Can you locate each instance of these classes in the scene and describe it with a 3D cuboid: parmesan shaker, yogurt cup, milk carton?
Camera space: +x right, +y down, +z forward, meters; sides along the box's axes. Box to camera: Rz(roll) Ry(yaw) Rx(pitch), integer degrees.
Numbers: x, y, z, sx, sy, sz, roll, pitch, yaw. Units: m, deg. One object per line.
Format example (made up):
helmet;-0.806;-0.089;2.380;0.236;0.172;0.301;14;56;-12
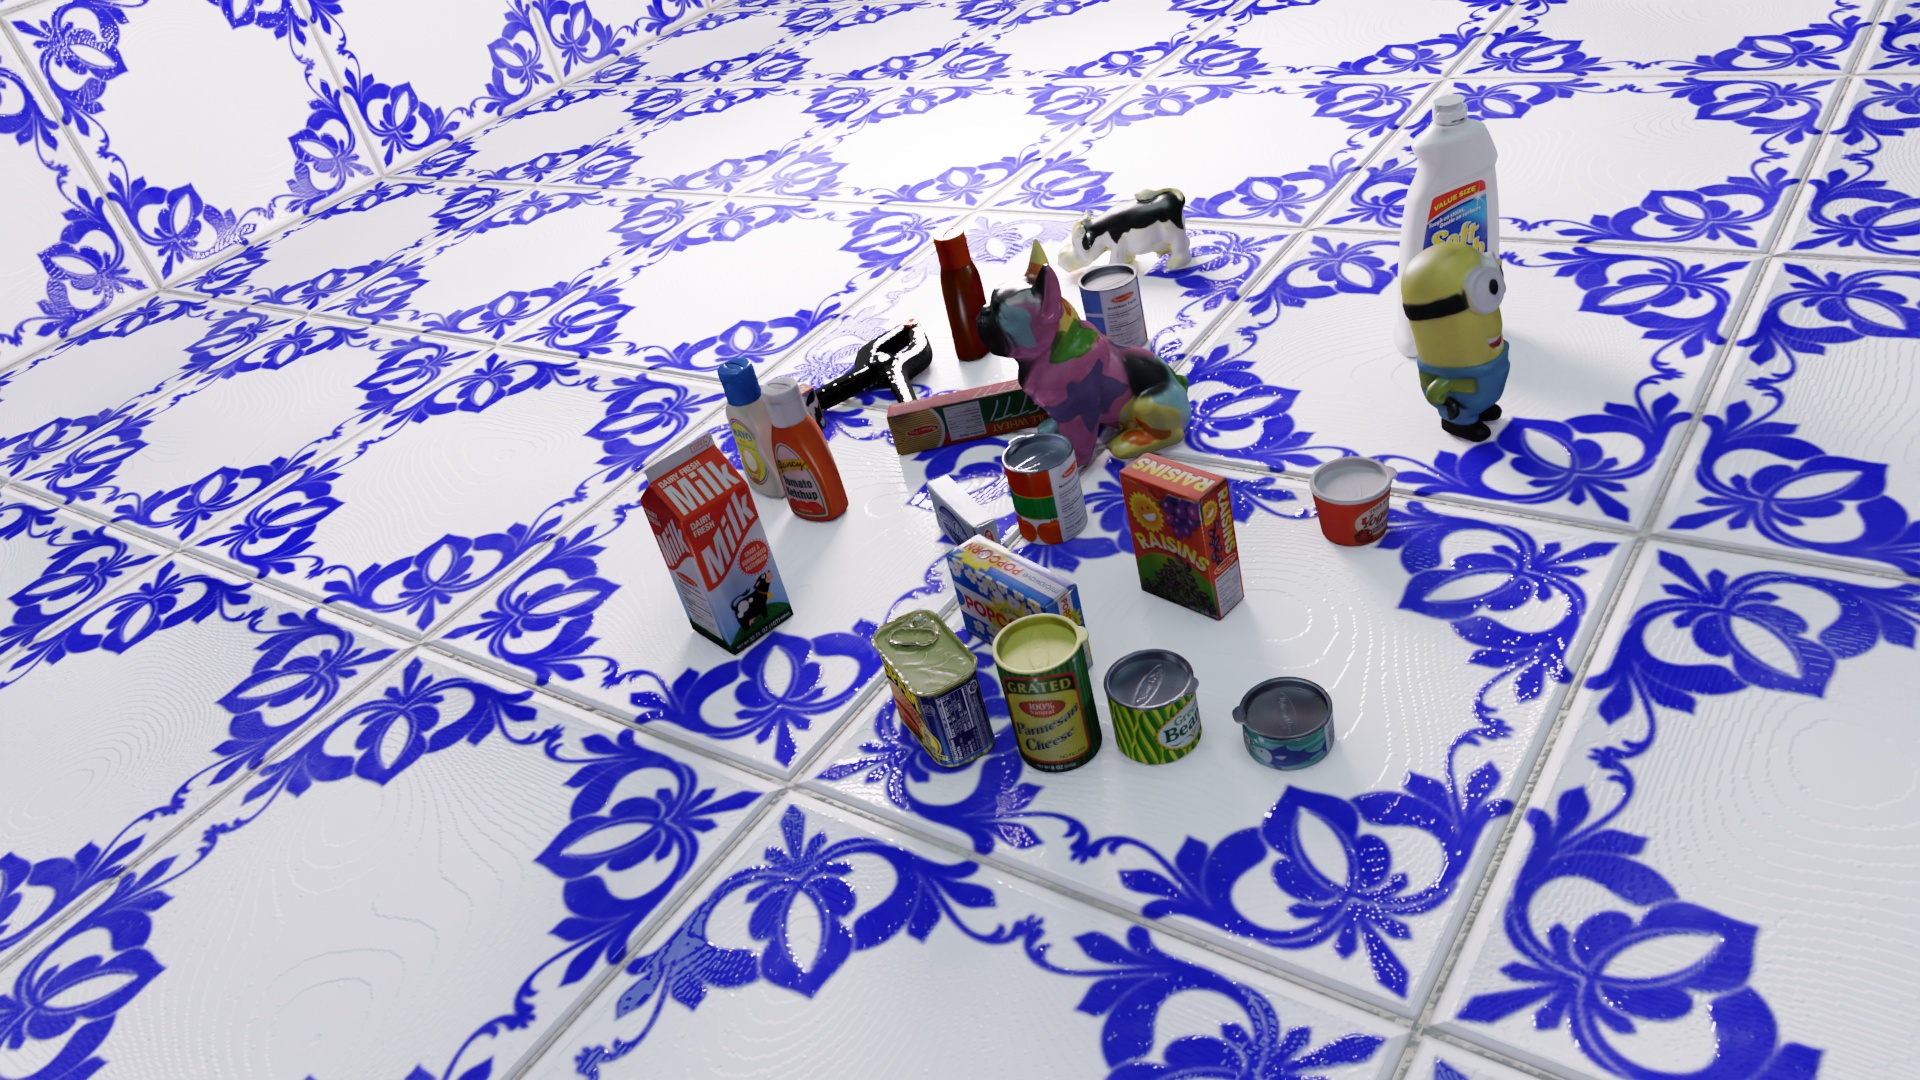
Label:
parmesan shaker;0.069;0.114;1.032;0.071;0.102;0.072;-10;34;7
yogurt cup;0.334;-0.032;1.184;0.072;0.053;0.073;-10;34;7
milk carton;-0.220;0.000;1.231;0.072;0.189;0.073;-36;39;-28

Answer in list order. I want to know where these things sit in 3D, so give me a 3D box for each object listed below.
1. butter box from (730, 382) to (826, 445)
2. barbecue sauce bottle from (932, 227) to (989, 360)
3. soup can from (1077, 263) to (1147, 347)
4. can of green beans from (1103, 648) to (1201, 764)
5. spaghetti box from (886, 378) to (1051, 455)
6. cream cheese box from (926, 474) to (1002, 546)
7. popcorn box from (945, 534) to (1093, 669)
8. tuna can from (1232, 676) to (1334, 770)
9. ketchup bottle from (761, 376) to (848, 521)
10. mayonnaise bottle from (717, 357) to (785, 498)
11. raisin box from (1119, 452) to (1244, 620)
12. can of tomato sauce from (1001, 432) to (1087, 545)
butter box;-0.199;-0.126;1.526;0.104;0.053;0.024;-35;38;-27
barbecue sauce bottle;0.003;-0.284;1.590;0.043;0.147;0.065;1;37;23
soup can;0.169;-0.257;1.546;0.071;0.083;0.072;-10;34;7
can of green beans;0.143;0.123;1.031;0.071;0.057;0.071;-10;34;7
spaghetti box;0.050;-0.140;1.453;0.250;0.050;0.029;-11;34;5
cream cheese box;0.005;-0.016;1.289;0.024;0.053;0.104;-25;35;-15
popcorn box;0.048;0.056;1.140;0.038;0.084;0.127;-34;38;-25
tuna can;0.234;0.133;1.005;0.071;0.032;0.071;-10;34;7
ketchup bottle;-0.158;-0.090;1.373;0.065;0.148;0.044;10;41;33
mayonnaise bottle;-0.212;-0.116;1.432;0.065;0.147;0.041;20;47;41
raisin box;0.182;-0.003;1.140;0.040;0.122;0.086;-36;39;-28
can of tomato sauce;0.077;-0.048;1.280;0.071;0.082;0.071;-10;34;7
